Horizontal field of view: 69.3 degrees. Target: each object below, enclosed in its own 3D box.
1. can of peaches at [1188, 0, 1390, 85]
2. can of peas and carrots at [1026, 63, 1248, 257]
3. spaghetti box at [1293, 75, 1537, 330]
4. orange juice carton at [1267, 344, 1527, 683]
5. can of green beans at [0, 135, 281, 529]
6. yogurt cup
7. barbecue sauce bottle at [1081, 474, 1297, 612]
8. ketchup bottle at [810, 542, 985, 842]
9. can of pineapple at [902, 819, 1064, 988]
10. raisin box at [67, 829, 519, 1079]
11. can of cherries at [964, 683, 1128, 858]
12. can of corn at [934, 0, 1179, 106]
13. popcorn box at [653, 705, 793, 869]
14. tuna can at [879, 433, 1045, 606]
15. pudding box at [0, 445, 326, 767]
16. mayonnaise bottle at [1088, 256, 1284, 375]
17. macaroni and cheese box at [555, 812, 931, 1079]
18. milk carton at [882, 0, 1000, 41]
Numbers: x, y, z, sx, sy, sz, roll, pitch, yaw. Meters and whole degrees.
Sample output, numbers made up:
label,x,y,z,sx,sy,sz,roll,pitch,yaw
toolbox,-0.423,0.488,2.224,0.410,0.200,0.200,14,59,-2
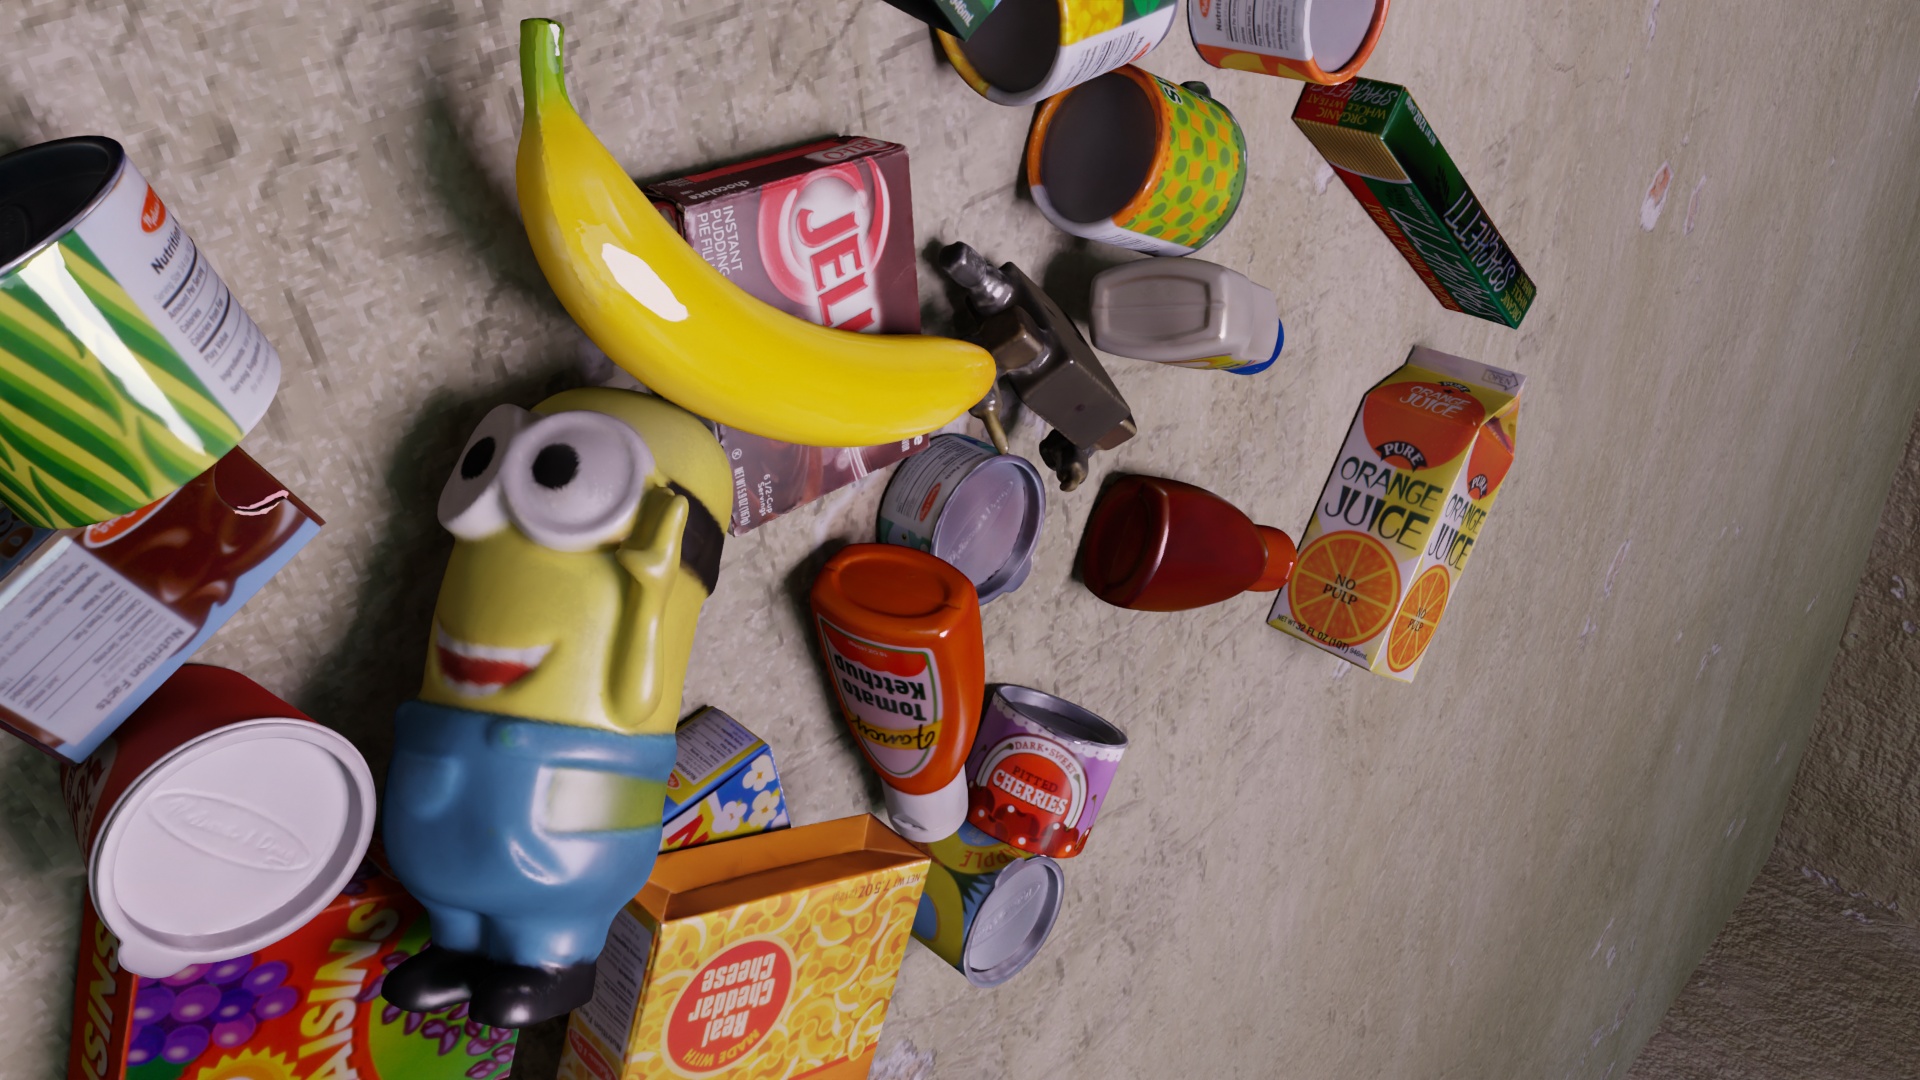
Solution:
label,x,y,z,sx,sy,sz,roll,pitch,yaw
can of peaches,0.140,-0.228,0.582,0.071,0.058,0.071,-25,127,-38
can of peas and carrots,0.069,-0.149,0.539,0.059,0.071,0.070,0,110,-48
spaghetti box,0.251,-0.175,0.743,0.250,0.050,0.028,23,94,-52
orange juice carton,0.264,-0.019,0.826,0.073,0.072,0.192,17,98,-52
can of green beans,-0.194,-0.045,0.300,0.071,0.071,0.057,-44,138,-23
yogurt cup,-0.198,0.068,0.366,0.073,0.054,0.072,-26,128,-38
barbecue sauce bottle,0.122,0.005,0.702,0.149,0.044,0.064,7,105,-50
ketchup bottle,-0.020,0.067,0.565,0.044,0.065,0.148,-56,153,-37
can of pineapple,0.006,0.161,0.645,0.071,0.058,0.070,-26,128,-38
raisin box,-0.194,0.135,0.421,0.123,0.040,0.086,-2,112,-49
can of cherries,0.036,0.106,0.639,0.071,0.071,0.058,13,101,-51
can of corn,0.030,-0.191,0.474,0.058,0.071,0.070,-33,132,-32
popcorn box,-0.103,0.136,0.524,0.085,0.038,0.126,-35,133,-32
tuna can,0.002,-0.007,0.568,0.071,0.033,0.070,-26,128,-38
pudding box,-0.208,0.008,0.342,0.084,0.030,0.049,-50,138,-17
mayonnaise bottle,0.108,-0.094,0.605,0.148,0.065,0.041,-6,97,-64
macaroni and cheese box,-0.086,0.191,0.509,0.124,0.040,0.166,0,110,-47
milk carton,0.025,-0.248,0.398,0.190,0.073,0.072,-50,141,3
